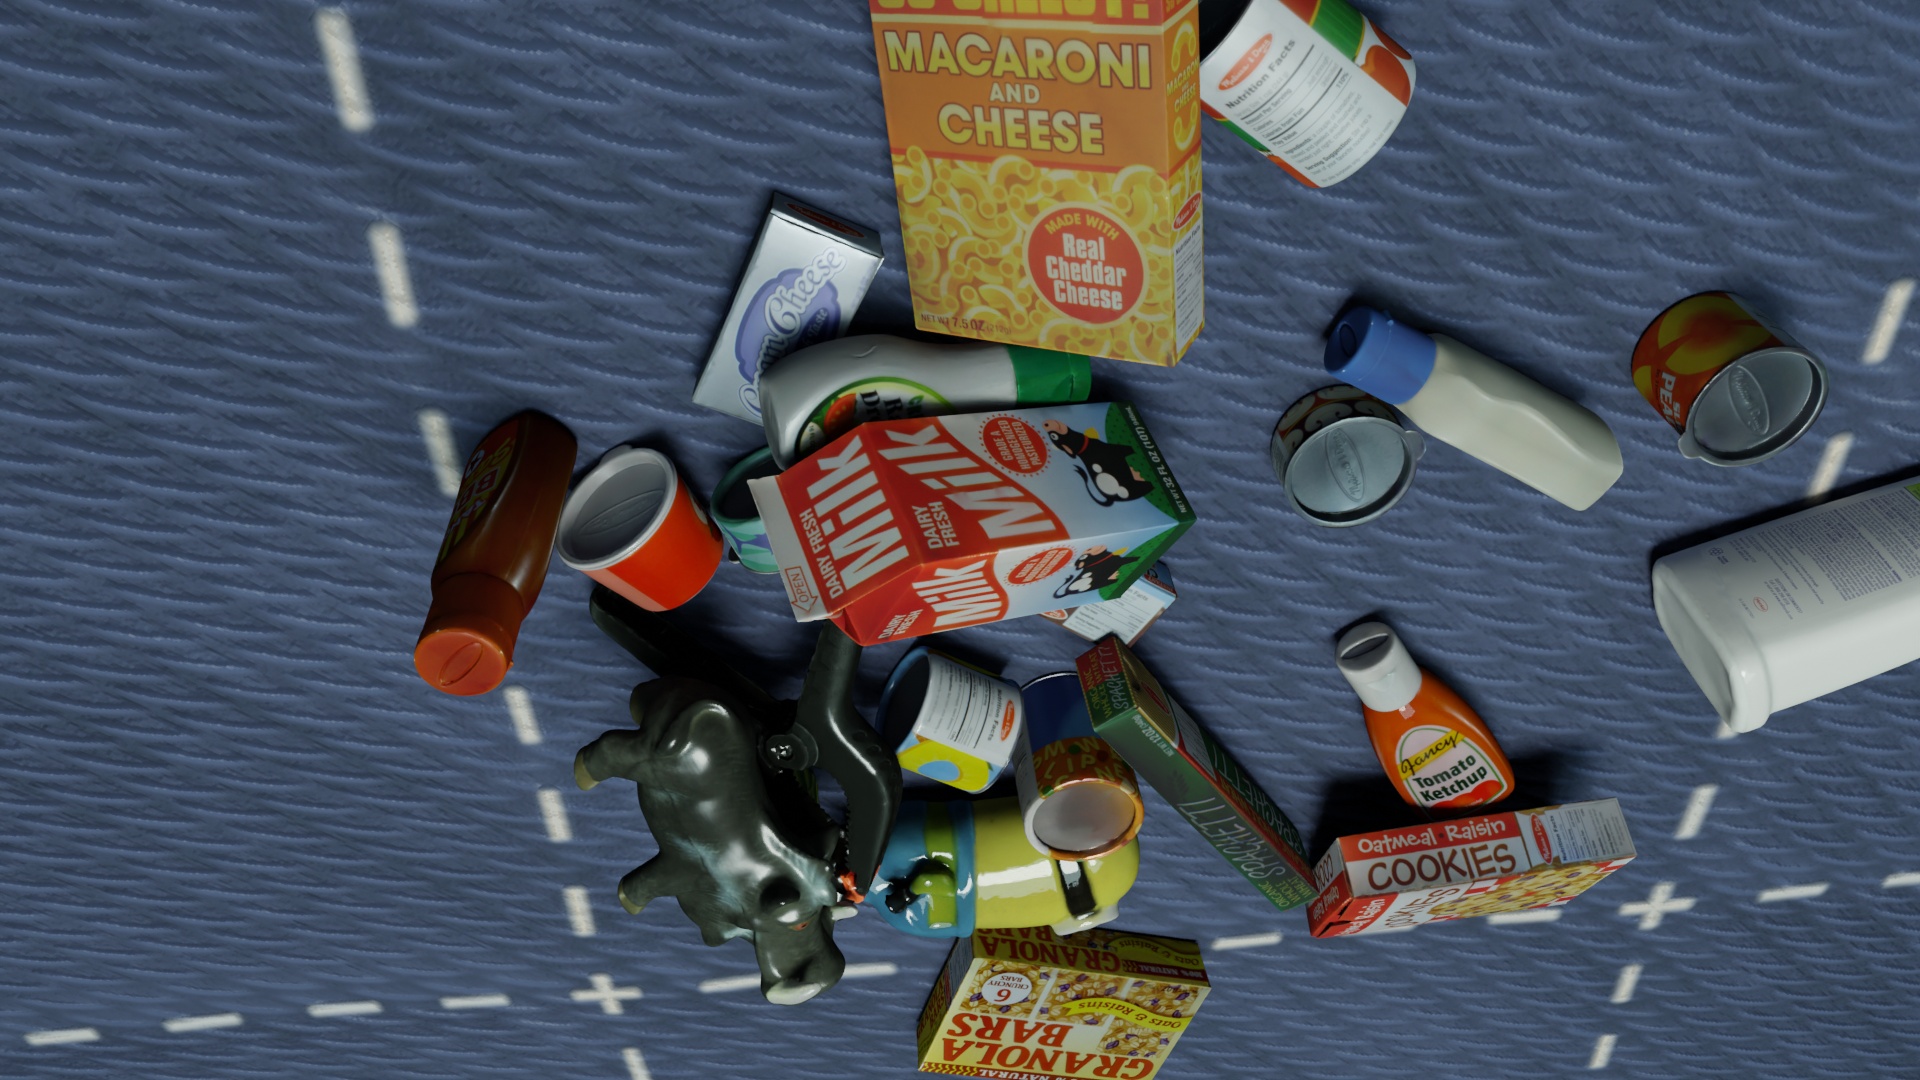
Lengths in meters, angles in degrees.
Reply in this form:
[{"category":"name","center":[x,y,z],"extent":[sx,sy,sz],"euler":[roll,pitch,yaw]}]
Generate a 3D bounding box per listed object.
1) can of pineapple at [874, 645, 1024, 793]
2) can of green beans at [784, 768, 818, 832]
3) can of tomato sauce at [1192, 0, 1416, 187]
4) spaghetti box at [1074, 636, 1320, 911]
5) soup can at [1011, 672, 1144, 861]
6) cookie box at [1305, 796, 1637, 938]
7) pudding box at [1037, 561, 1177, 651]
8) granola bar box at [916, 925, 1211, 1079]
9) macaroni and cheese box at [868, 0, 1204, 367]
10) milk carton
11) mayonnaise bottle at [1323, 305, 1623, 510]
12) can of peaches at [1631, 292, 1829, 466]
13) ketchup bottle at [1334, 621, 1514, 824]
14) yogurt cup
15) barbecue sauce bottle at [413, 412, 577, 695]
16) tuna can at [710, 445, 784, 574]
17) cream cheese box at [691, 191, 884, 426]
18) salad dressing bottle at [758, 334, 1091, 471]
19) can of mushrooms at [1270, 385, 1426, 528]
[{"category":"can of pineapple","center":[-0.008,0.097,0.754],"extent":[0.058,0.071,0.070],"euler":[24,120,-21]},{"category":"can of green beans","center":[-0.114,0.164,0.794],"extent":[0.071,0.058,0.071],"euler":[-3,126,-4]},{"category":"can of tomato sauce","center":[0.130,-0.193,0.560],"extent":[0.083,0.071,0.071],"euler":[27,119,-24]},{"category":"spaghetti box","center":[0.141,0.140,0.791],"extent":[0.028,0.050,0.249],"euler":[-30,132,17]},{"category":"soup can","center":[0.065,0.124,0.769],"extent":[0.071,0.084,0.071],"euler":[-3,126,-4]},{"category":"cookie box","center":[0.304,0.204,0.850],"extent":[0.167,0.040,0.122],"euler":[-8,153,-1]},{"category":"pudding box","center":[0.066,0.021,0.728],"extent":[0.083,0.030,0.049],"euler":[27,120,-23]},{"category":"granola bar box","center":[0.066,0.313,0.934],"extent":[0.166,0.039,0.123],"euler":[12,123,-15]},{"category":"macaroni and cheese box","center":[0.032,-0.158,0.555],"extent":[0.124,0.040,0.165],"euler":[12,130,26]},{"category":"milk carton","center":[0.002,-0.008,0.618],"extent":[0.191,0.072,0.073],"euler":[-7,151,-33]},{"category":"mayonnaise bottle","center":[0.245,-0.067,0.667],"extent":[0.148,0.065,0.041],"euler":[23,124,-16]},{"category":"can of peaches","center":[0.368,-0.077,0.673],"extent":[0.071,0.058,0.071],"euler":[-3,127,-4]},{"category":"ketchup bottle","center":[0.264,0.105,0.803],"extent":[0.064,0.044,0.148],"euler":[-30,123,18]},{"category":"yogurt cup","center":[-0.151,-0.002,0.666],"extent":[0.072,0.073,0.053],"euler":[-26,137,12]},{"category":"barbecue sauce bottle","center":[-0.205,0.006,0.613],"extent":[0.043,0.149,0.064],"euler":[35,116,-28]},{"category":"tuna can","center":[-0.086,-0.017,0.661],"extent":[0.071,0.071,0.032],"euler":[-21,124,9]},{"category":"cream cheese box","center":[-0.079,-0.099,0.628],"extent":[0.053,0.024,0.103],"euler":[19,122,-18]},{"category":"salad dressing bottle","center":[-0.015,-0.067,0.629],"extent":[0.148,0.044,0.064],"euler":[-13,137,-15]},{"category":"can of mushrooms","center":[0.193,-0.043,0.694],"extent":[0.071,0.033,0.070],"euler":[-3,126,-4]}]
